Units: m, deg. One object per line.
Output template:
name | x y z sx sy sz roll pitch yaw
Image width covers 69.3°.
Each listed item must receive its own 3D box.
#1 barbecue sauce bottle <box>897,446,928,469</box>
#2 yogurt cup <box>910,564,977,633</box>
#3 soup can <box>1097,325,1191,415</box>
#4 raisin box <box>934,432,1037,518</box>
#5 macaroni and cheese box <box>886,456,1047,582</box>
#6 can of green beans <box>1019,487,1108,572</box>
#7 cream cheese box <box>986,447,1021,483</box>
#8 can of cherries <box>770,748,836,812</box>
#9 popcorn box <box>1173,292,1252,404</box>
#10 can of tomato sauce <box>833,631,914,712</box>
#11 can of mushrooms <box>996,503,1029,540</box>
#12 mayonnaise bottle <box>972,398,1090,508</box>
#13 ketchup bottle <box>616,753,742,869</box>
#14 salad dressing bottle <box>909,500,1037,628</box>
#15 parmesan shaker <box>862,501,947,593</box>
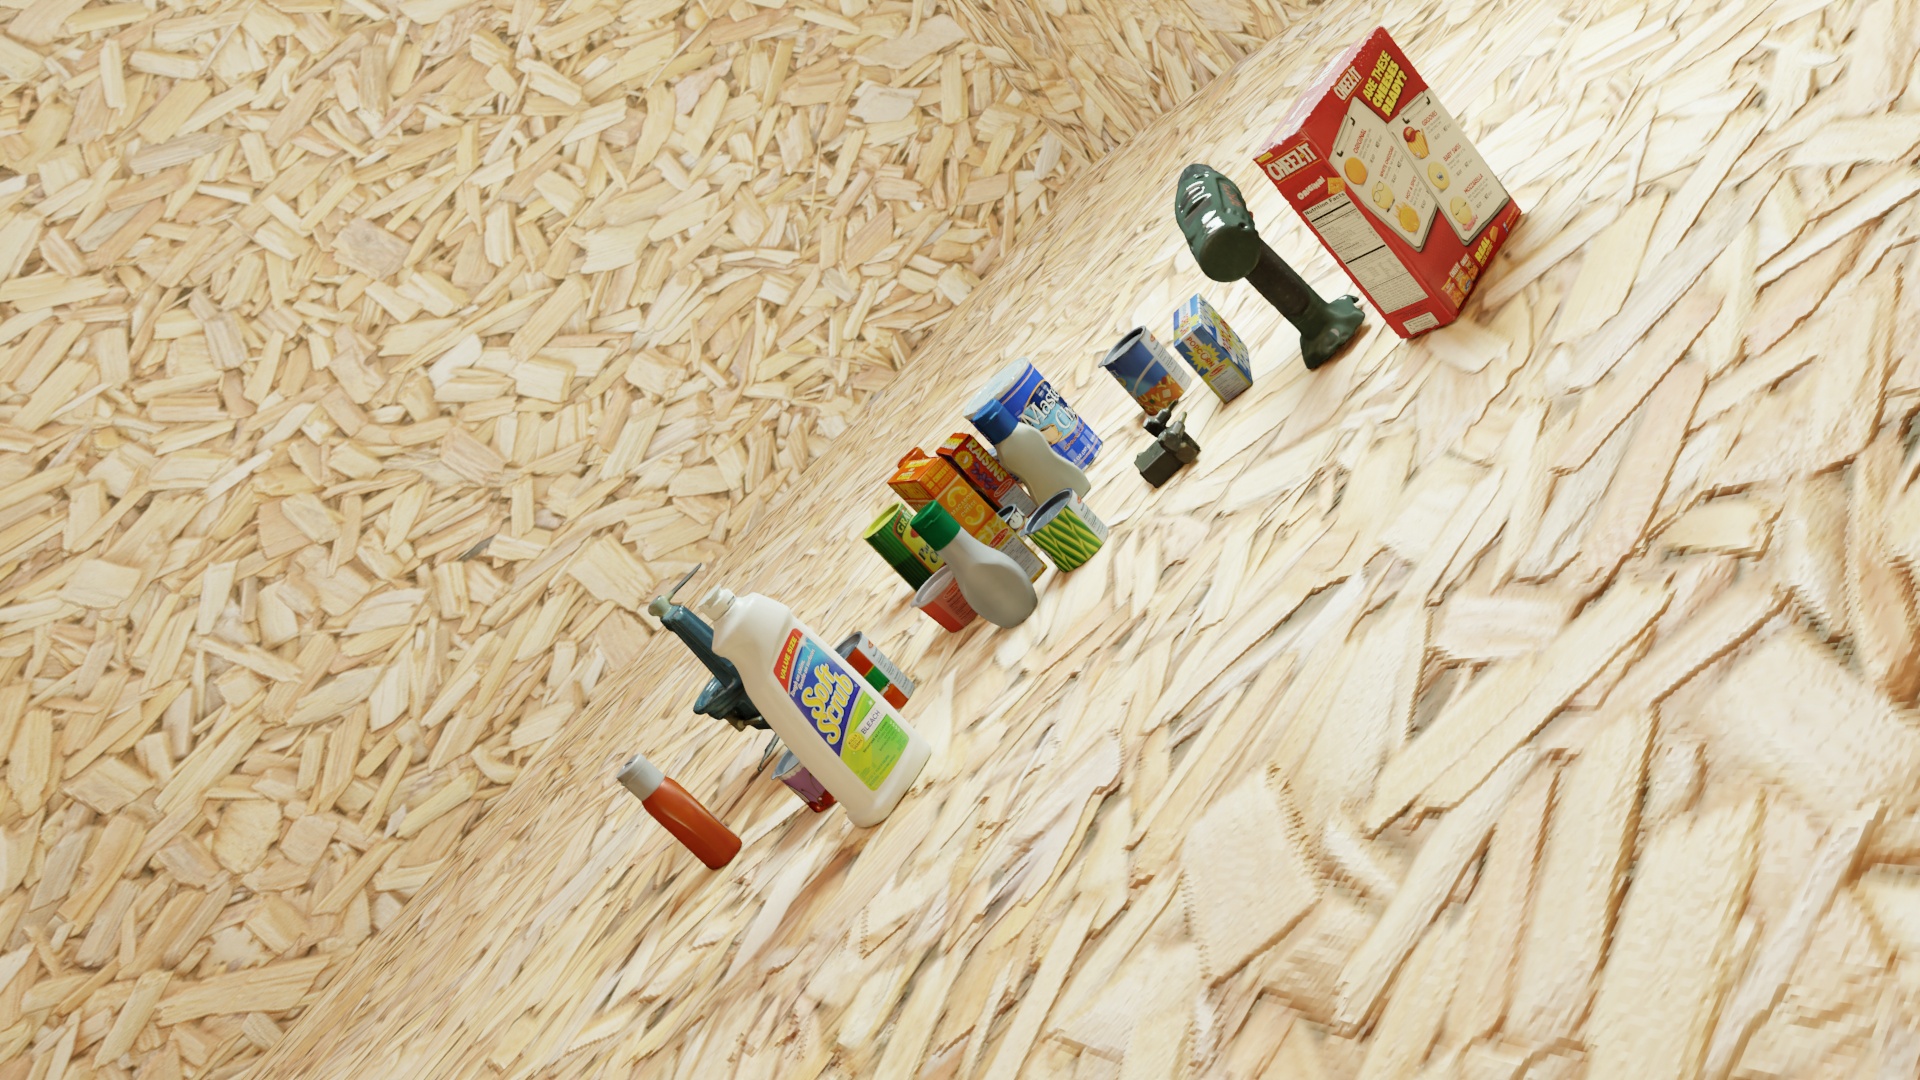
barbecue sauce bottle | -0.014 -0.048 1.672 0.044 0.148 0.065 -46 13 -6
yogurt cup | -0.010 0.064 1.526 0.072 0.054 0.072 -41 14 12
soup can | 0.211 -0.193 1.593 0.071 0.083 0.071 -41 14 12
raisin box | 0.031 -0.075 1.674 0.040 0.123 0.086 -45 13 -5
macaroni and cheese box | 0.005 -0.019 1.491 0.040 0.166 0.123 -47 14 -12
can of green beans | 0.107 -0.010 1.403 0.071 0.058 0.071 -41 14 12
cream cheese box | 0.062 -0.099 1.809 0.024 0.053 0.103 -49 14 -21
can of cherries | -0.147 0.234 1.405 0.071 0.058 0.072 -41 14 12
popcorn box | 0.266 -0.205 1.471 0.038 0.085 0.127 -39 15 23
can of tomato sauce | -0.102 0.149 1.474 0.071 0.083 0.071 -41 14 12
can of mushrooms | 0.049 -0.007 1.613 0.071 0.033 0.071 -41 14 12
mayonnaise bottle | 0.076 -0.094 1.551 0.065 0.148 0.041 -45 13 -3
ketchup bottle | -0.305 0.291 1.495 0.044 0.148 0.064 -52 15 -30
salad dressing bottle | 0.012 0.023 1.386 0.064 0.147 0.044 -41 14 12
parmesan shaker | -0.063 0.009 1.740 0.071 0.103 0.071 -41 14 12
